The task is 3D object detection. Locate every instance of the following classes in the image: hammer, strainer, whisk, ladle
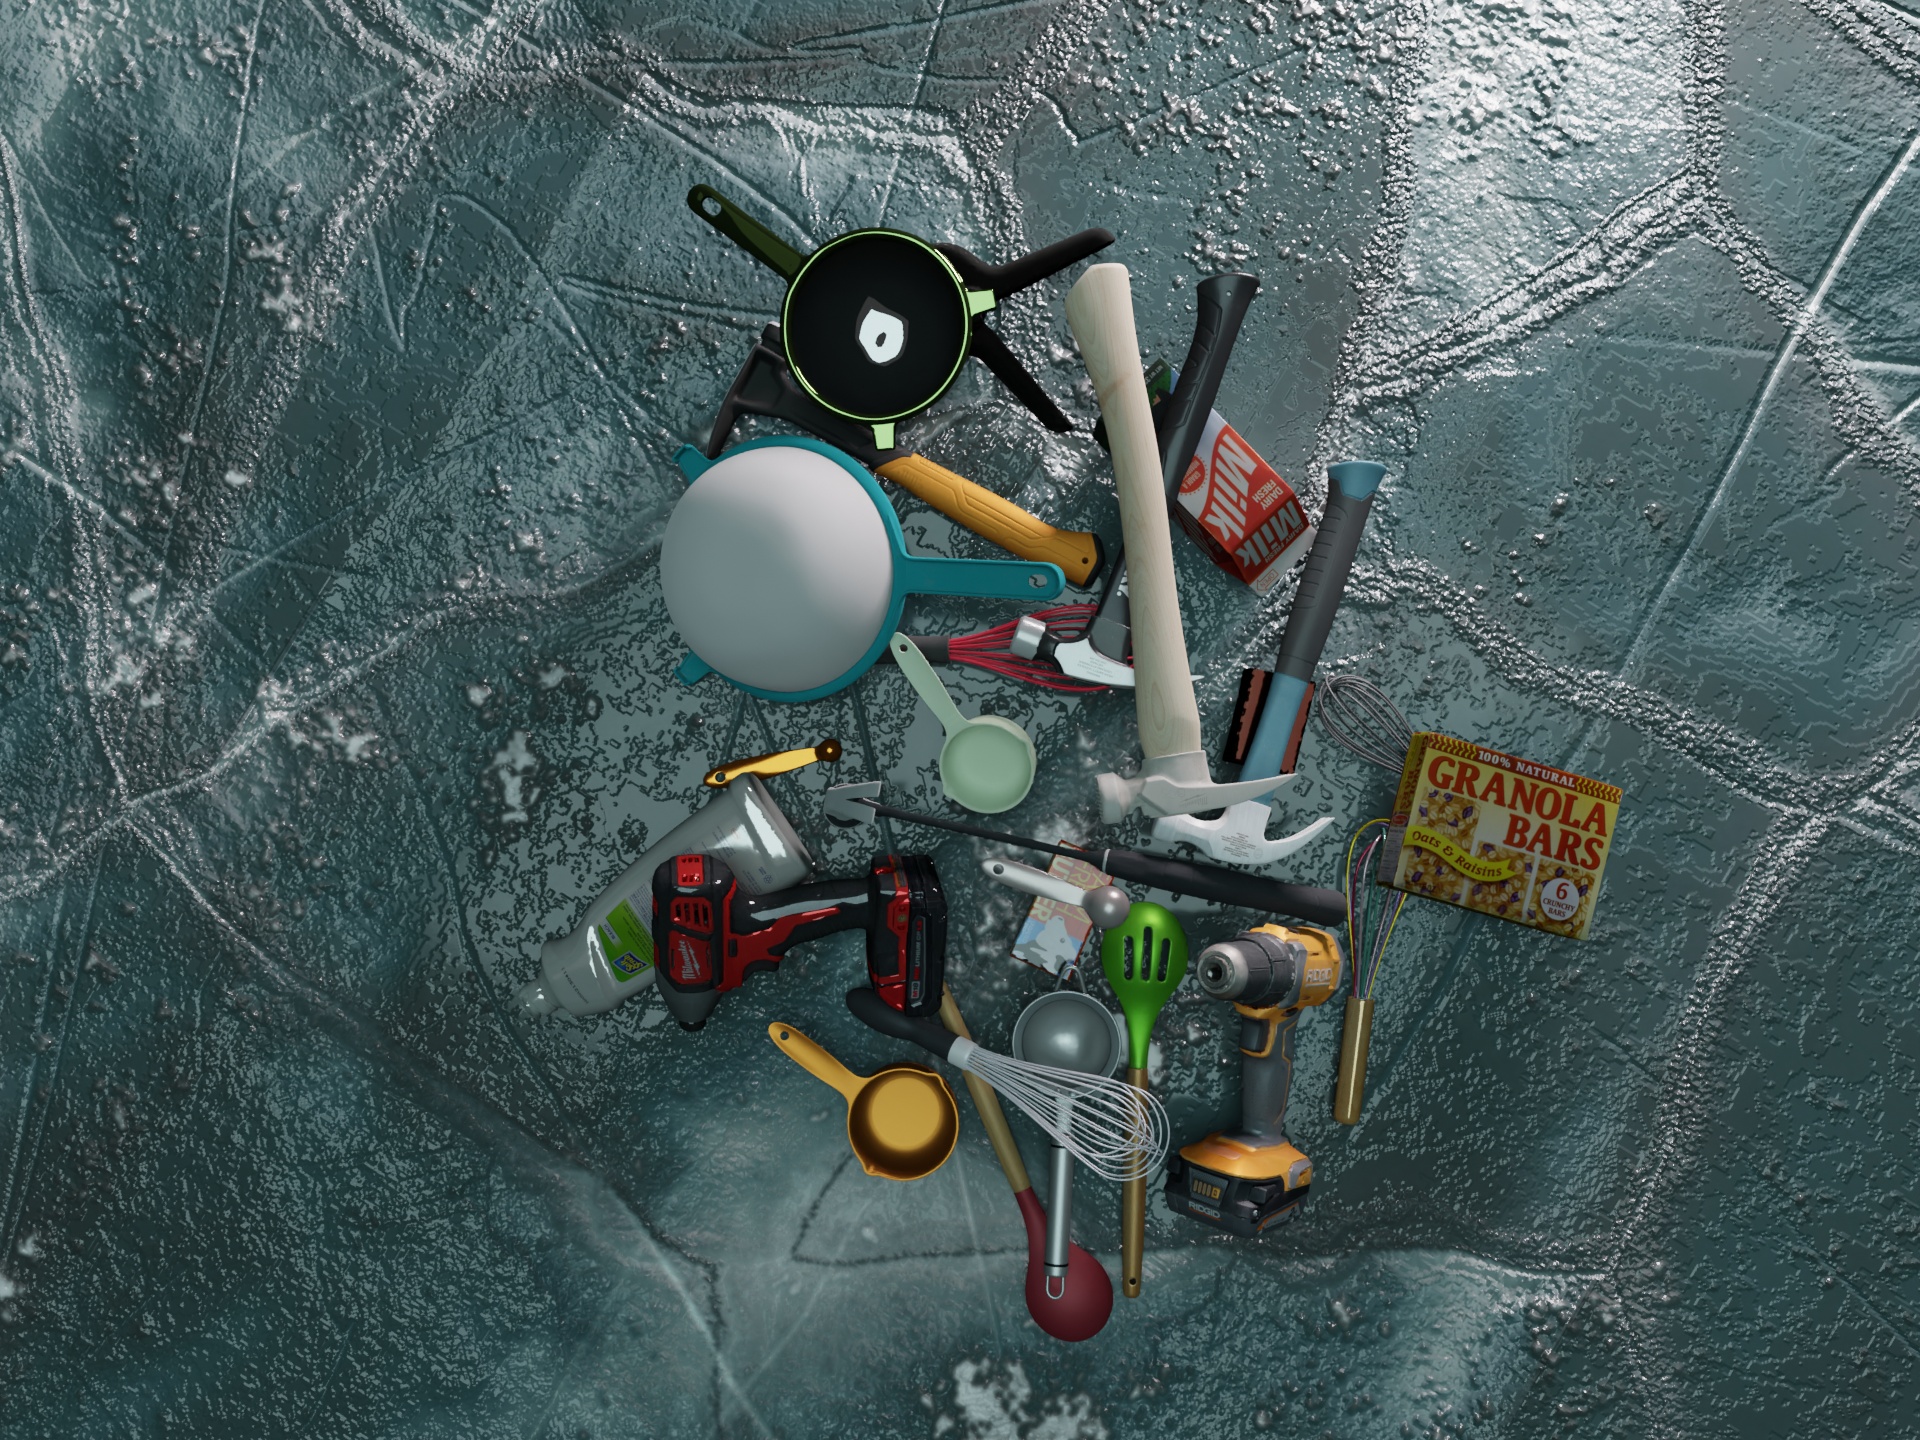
[{"bbox_3d":[0.097,0.102,1.216,0.409,0.149,0.036,13,83,-5],"label":"hammer"},{"bbox_3d":[-0.095,-0.109,1.200,0.340,0.095,0.211,5,99,22],"label":"strainer"},{"bbox_3d":[0.376,0.048,1.269,0.239,0.055,0.055,42,89,-1],"label":"whisk"},{"bbox_3d":[-0.039,-0.192,1.293,0.337,0.034,0.127,28,88,2],"label":"hammer"},{"bbox_3d":[0.258,-0.046,1.228,0.128,0.033,0.331,19,87,2],"label":"hammer"},{"bbox_3d":[0.147,-0.136,1.178,0.146,0.038,0.411,-8,87,1],"label":"hammer"},{"bbox_3d":[0.325,0.200,1.265,0.047,0.051,0.245,7,91,-4],"label":"whisk"},{"bbox_3d":[0.029,0.272,1.229,0.285,0.070,0.070,22,88,23],"label":"whisk"},{"bbox_3d":[0.080,0.323,1.254,0.087,0.050,0.258,3,83,4],"label":"strainer"},{"bbox_3d":[0.011,-0.057,1.275,0.296,0.073,0.073,0,88,6],"label":"whisk"},{"bbox_3d":[0.161,-0.183,1.214,0.146,0.035,0.335,20,89,3],"label":"hammer"},{"bbox_3d":[0.041,0.350,1.274,0.069,0.031,0.315,-23,86,-3],"label":"ladle"},{"bbox_3d":[-0.105,-0.337,1.257,0.256,0.069,0.151,37,97,3],"label":"strainer"}]

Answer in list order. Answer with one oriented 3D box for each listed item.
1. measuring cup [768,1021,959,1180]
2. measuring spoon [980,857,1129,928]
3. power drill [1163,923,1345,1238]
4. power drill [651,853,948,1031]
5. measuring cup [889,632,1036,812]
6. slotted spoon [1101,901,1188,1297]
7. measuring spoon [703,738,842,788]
[{"bbox_3d":[-0.078,0.291,1.266,0.173,0.052,0.095,36,89,4],"label":"measuring cup"},{"bbox_3d":[0.074,0.134,1.259,0.124,0.018,0.034,19,89,4],"label":"measuring spoon"},{"bbox_3d":[0.217,0.265,1.198,0.084,0.185,0.226,11,90,35],"label":"power drill"},{"bbox_3d":[-0.126,0.172,1.223,0.219,0.079,0.143,-1,114,-10],"label":"power drill"},{"bbox_3d":[-0.002,-0.004,1.266,0.083,0.038,0.167,-33,97,20],"label":"measuring cup"},{"bbox_3d":[0.143,0.304,1.273,0.070,0.031,0.314,2,89,1],"label":"slotted spoon"},{"bbox_3d":[-0.154,0.036,1.296,0.117,0.011,0.021,-14,87,1],"label":"measuring spoon"}]
